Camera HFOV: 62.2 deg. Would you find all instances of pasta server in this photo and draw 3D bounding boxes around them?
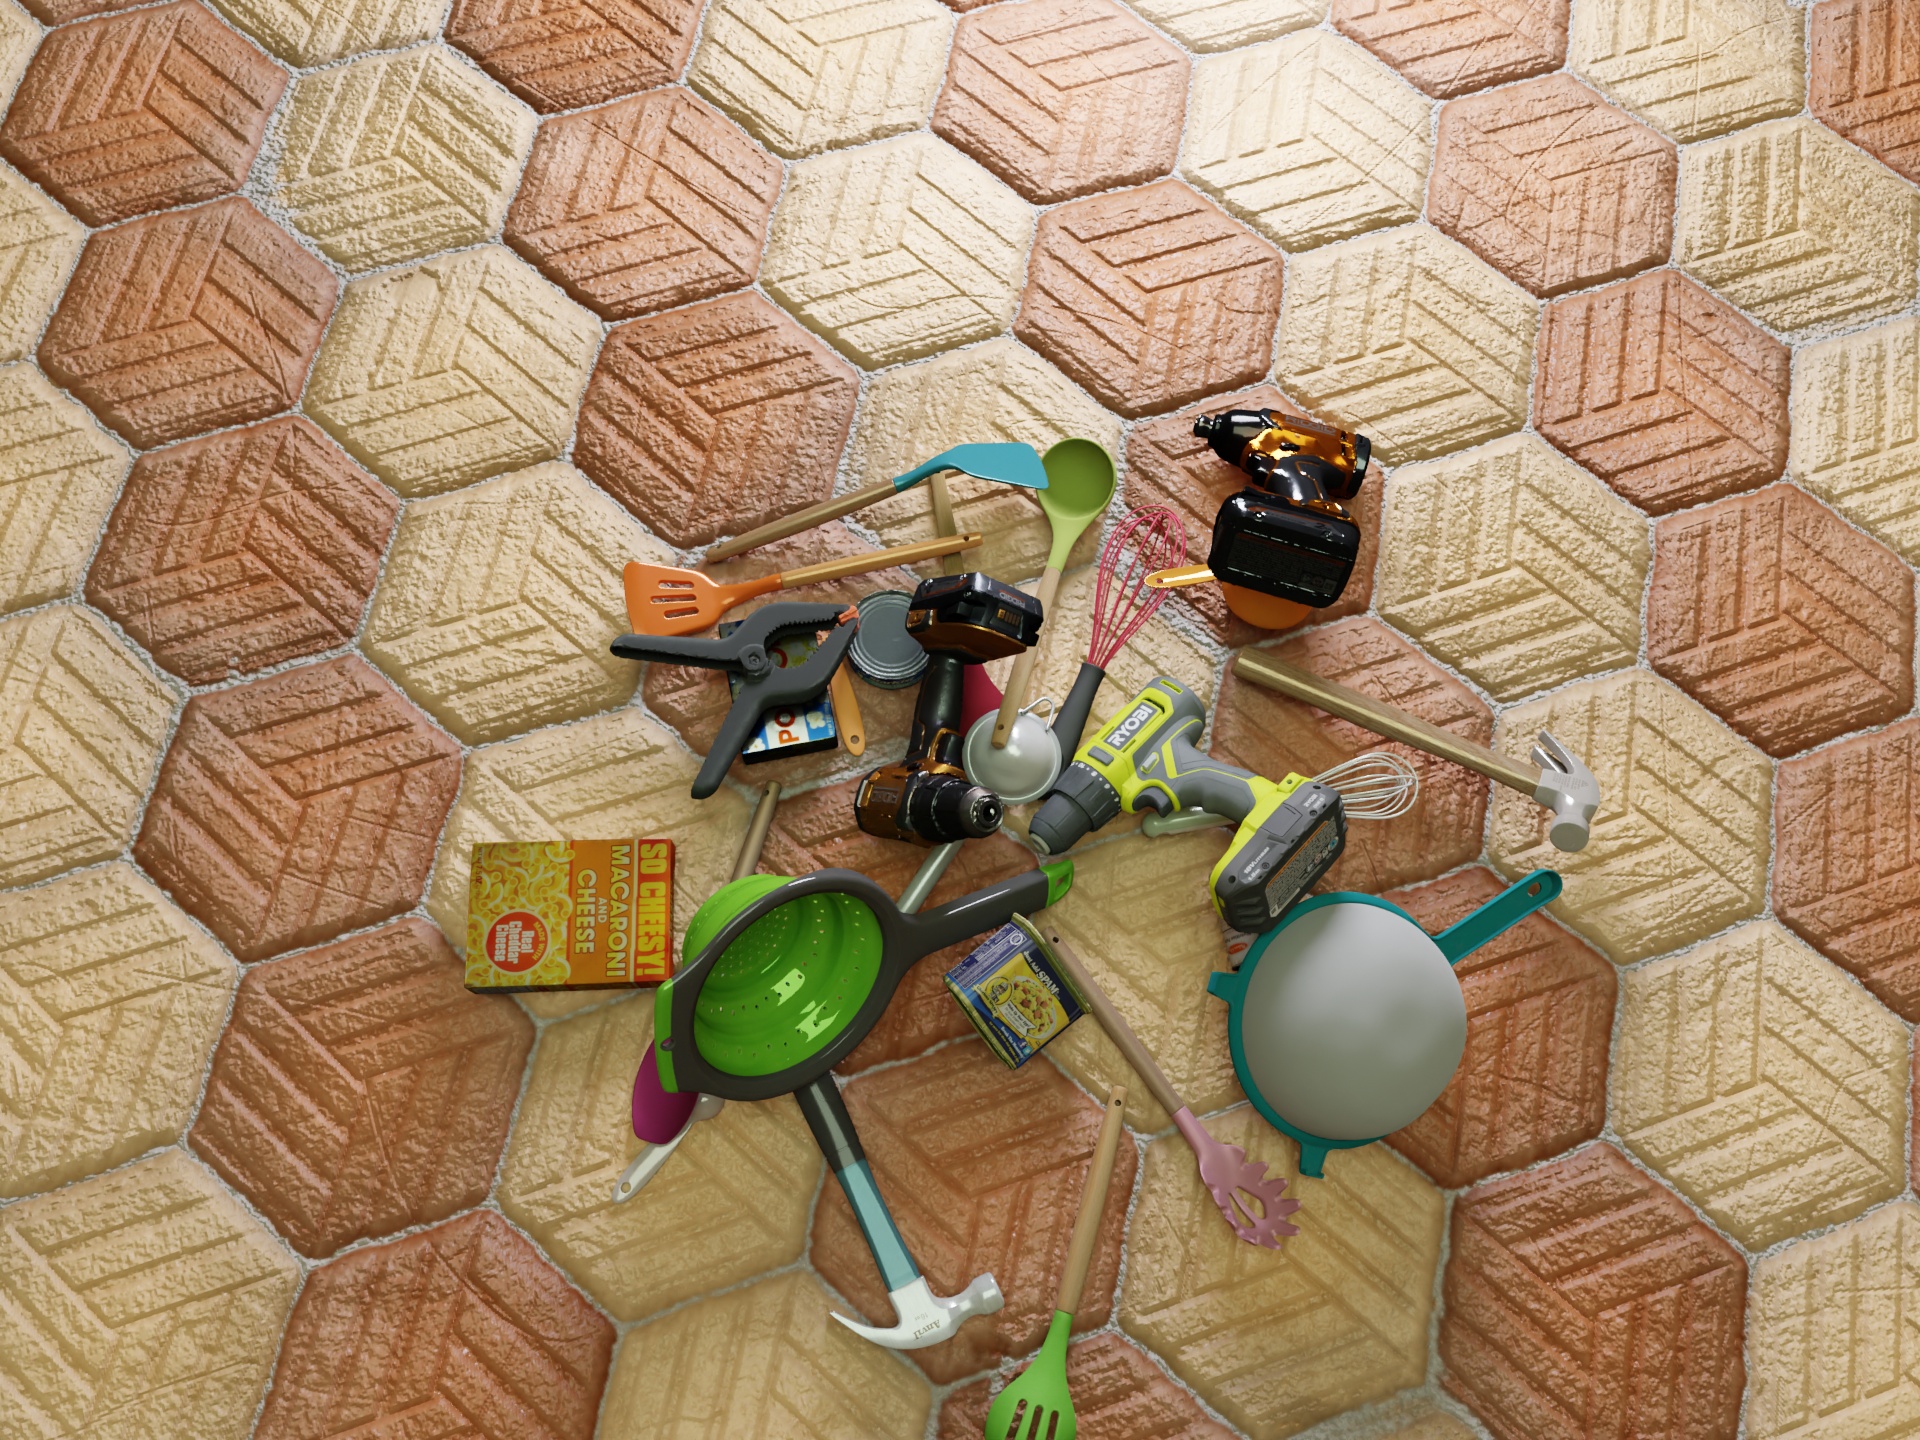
[{"bbox_3d":[0.166,0.298,1.316,0.060,0.040,0.316,-30,75,-24],"label":"pasta server"}]

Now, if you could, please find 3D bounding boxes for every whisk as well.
[{"bbox_3d":[0.280,0.073,1.391,0.246,0.057,0.059,-10,81,-1],"label":"whisk"},{"bbox_3d":[0.128,-0.063,1.423,0.073,0.073,0.296,24,79,5],"label":"whisk"}]

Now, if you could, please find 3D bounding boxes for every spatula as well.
[{"bbox_3d":[-0.138,-0.133,1.432,0.322,0.041,0.081,-13,73,-2],"label":"spatula"},{"bbox_3d":[-0.080,-0.195,1.451,0.317,0.044,0.082,-20,41,3],"label":"spatula"}]

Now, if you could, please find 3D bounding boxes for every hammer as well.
[{"bbox_3d":[-0.094,0.348,1.290,0.128,0.033,0.331,-25,75,-11],"label":"hammer"},{"bbox_3d":[0.398,0.008,1.402,0.331,0.031,0.130,24,36,13],"label":"hammer"}]

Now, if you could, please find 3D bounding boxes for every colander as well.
[{"bbox_3d":[-0.085,0.168,1.293,0.397,0.204,0.095,-17,36,-32],"label":"colander"}]

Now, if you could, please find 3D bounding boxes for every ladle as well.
[{"bbox_3d":[0.073,-0.118,1.405,0.078,0.062,0.320,7,58,20],"label":"ladle"},{"bbox_3d":[0.003,-0.097,1.443,0.069,0.031,0.316,-8,71,-8],"label":"ladle"}]

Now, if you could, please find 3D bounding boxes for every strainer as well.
[{"bbox_3d":[0.007,0.085,1.362,0.087,0.050,0.258,34,85,5],"label":"strainer"},{"bbox_3d":[0.382,0.216,1.291,0.340,0.095,0.211,-29,98,-16],"label":"strainer"}]

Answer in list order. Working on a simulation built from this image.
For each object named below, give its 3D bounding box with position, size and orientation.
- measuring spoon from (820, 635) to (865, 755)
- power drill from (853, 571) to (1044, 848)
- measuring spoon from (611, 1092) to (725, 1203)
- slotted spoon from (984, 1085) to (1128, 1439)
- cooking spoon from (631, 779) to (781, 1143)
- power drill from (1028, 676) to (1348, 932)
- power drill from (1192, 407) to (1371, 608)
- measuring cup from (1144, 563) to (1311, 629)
[{"bbox_3d":[-0.105,-0.024,1.420,0.021,0.011,0.117,-13,73,-7],"label":"measuring spoon"},{"bbox_3d":[-0.002,-0.004,1.317,0.084,0.185,0.226,21,80,-28],"label":"power drill"},{"bbox_3d":[-0.240,0.342,1.292,0.034,0.018,0.124,39,75,9],"label":"measuring spoon"},{"bbox_3d":[0.088,0.446,1.271,0.070,0.031,0.314,17,71,3],"label":"slotted spoon"},{"bbox_3d":[-0.206,0.197,1.337,0.069,0.017,0.319,4,67,32],"label":"cooking spoon"},{"bbox_3d":[0.185,0.078,1.329,0.190,0.080,0.229,-44,50,-17],"label":"power drill"},{"bbox_3d":[0.280,-0.205,1.423,0.164,0.084,0.227,16,40,3],"label":"power drill"},{"bbox_3d":[0.241,-0.118,1.428,0.173,0.052,0.095,-8,53,-15],"label":"measuring cup"}]
